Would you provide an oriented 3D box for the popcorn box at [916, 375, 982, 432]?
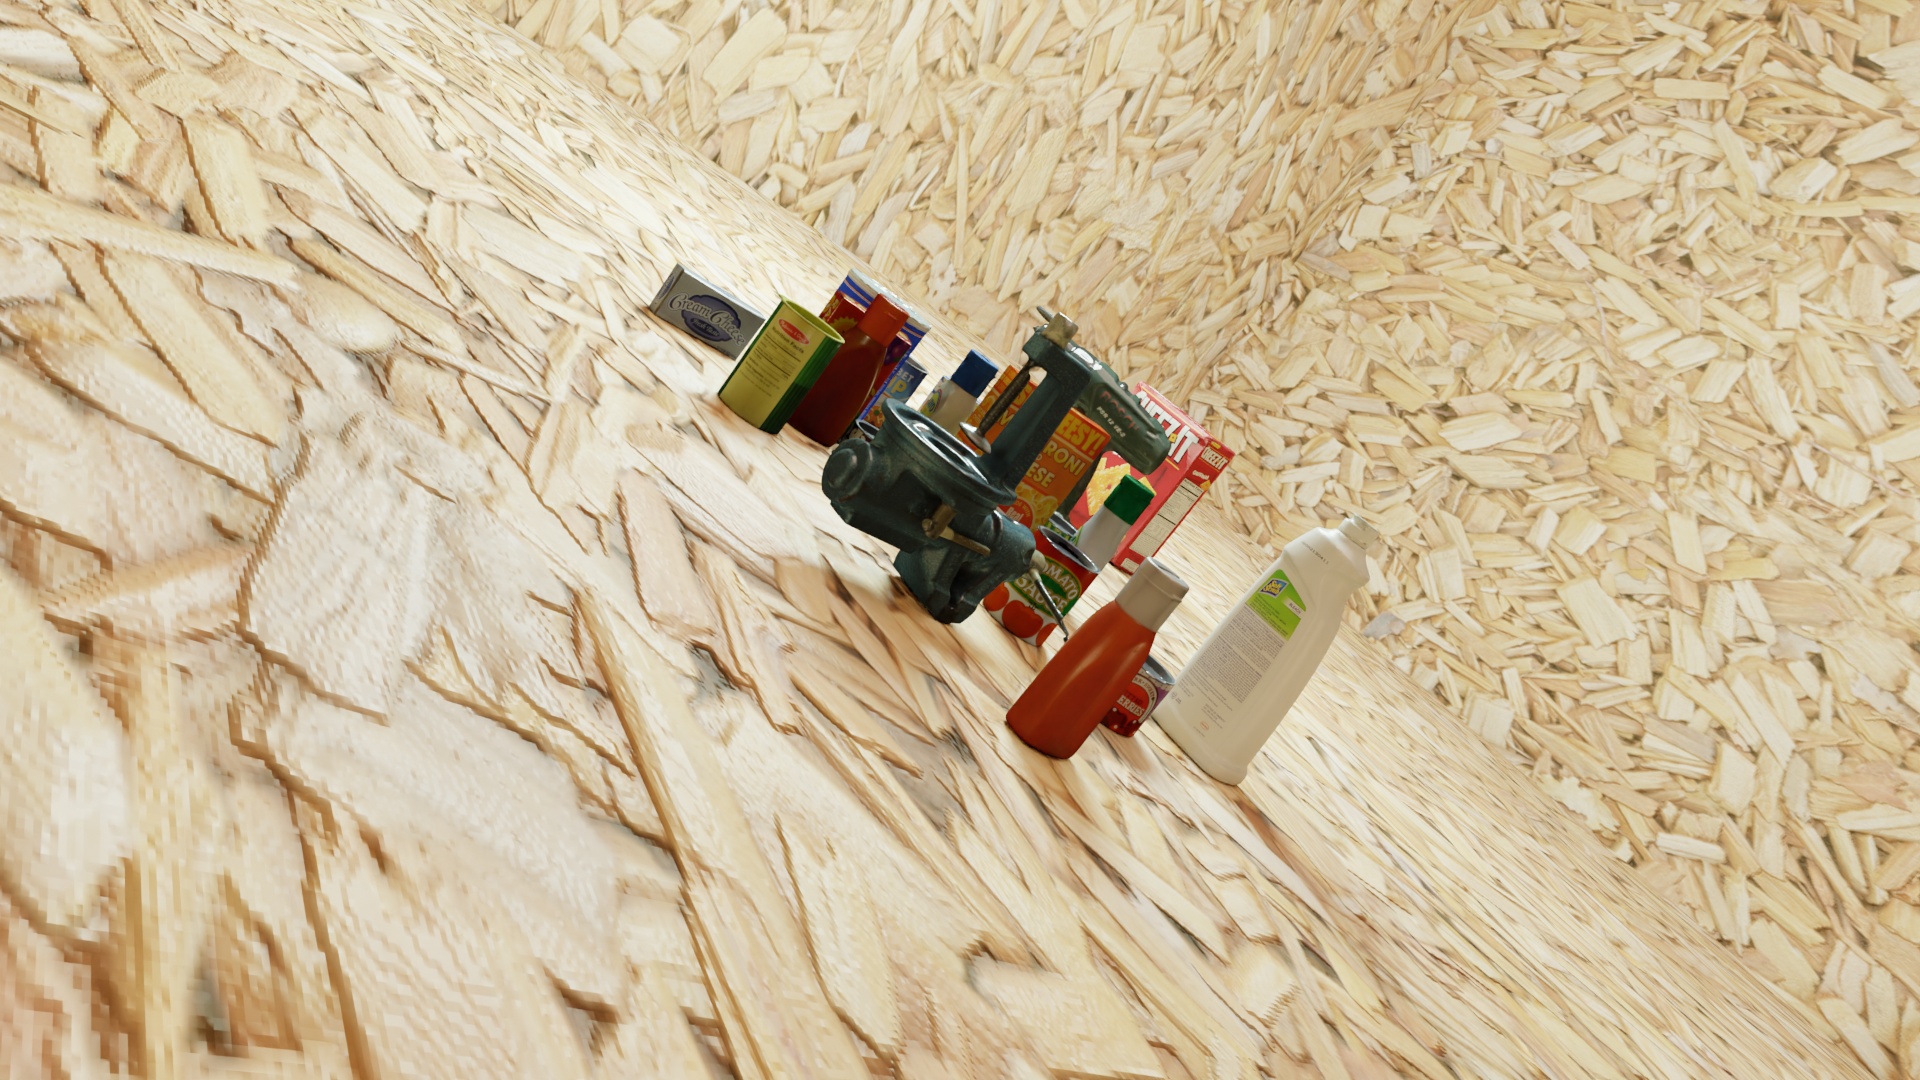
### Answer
[{"bbox_3d":[0.006,-0.128,1.669,0.127,0.085,0.038,38,11,5],"label":"popcorn box"}]

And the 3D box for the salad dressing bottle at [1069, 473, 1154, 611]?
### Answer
[{"bbox_3d":[0.132,0.002,1.367,0.044,0.147,0.064,36,11,-5],"label":"salad dressing bottle"}]

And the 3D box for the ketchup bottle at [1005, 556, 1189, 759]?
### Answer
[{"bbox_3d":[0.097,0.080,0.944,0.064,0.148,0.044,25,16,-47],"label":"ketchup bottle"}]

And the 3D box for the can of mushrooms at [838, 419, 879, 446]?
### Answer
[{"bbox_3d":[-0.083,-0.085,1.355,0.071,0.033,0.071,36,11,-8],"label":"can of mushrooms"}]

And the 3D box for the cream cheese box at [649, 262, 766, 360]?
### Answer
[{"bbox_3d":[-0.247,-0.223,1.361,0.103,0.053,0.024,28,14,-38],"label":"cream cheese box"}]

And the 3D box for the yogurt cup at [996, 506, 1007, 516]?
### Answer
[{"bbox_3d":[0.005,-0.016,1.294,0.072,0.054,0.072,36,11,-8],"label":"yogurt cup"}]

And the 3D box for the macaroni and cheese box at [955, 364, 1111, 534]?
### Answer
[{"bbox_3d":[0.048,-0.071,1.355,0.123,0.166,0.040,31,12,-30],"label":"macaroni and cheese box"}]

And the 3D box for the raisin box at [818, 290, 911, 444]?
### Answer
[{"bbox_3d":[-0.118,-0.169,1.357,0.086,0.123,0.040,33,12,-23],"label":"raisin box"}]

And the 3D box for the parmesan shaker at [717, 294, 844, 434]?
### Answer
[{"bbox_3d":[-0.160,-0.154,1.222,0.071,0.103,0.071,36,11,-8],"label":"parmesan shaker"}]

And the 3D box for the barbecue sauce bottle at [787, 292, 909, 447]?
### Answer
[{"bbox_3d":[-0.105,-0.163,1.307,0.065,0.148,0.044,32,12,-24],"label":"barbecue sauce bottle"}]

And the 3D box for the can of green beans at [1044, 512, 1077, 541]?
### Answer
[{"bbox_3d":[0.088,0.003,1.458,0.071,0.057,0.071,36,11,-8],"label":"can of green beans"}]

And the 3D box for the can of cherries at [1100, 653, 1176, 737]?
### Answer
[{"bbox_3d":[0.132,0.118,1.127,0.071,0.058,0.071,36,11,-8],"label":"can of cherries"}]

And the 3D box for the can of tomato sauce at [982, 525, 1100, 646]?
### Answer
[{"bbox_3d":[0.068,0.040,1.188,0.071,0.083,0.071,36,11,-8],"label":"can of tomato sauce"}]

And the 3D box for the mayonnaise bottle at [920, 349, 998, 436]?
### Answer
[{"bbox_3d":[-0.018,-0.129,1.435,0.041,0.148,0.065,33,11,-20],"label":"mayonnaise bottle"}]

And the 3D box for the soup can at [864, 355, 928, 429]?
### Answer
[{"bbox_3d":[-0.088,-0.178,1.586,0.071,0.083,0.071,36,11,-8],"label":"soup can"}]
